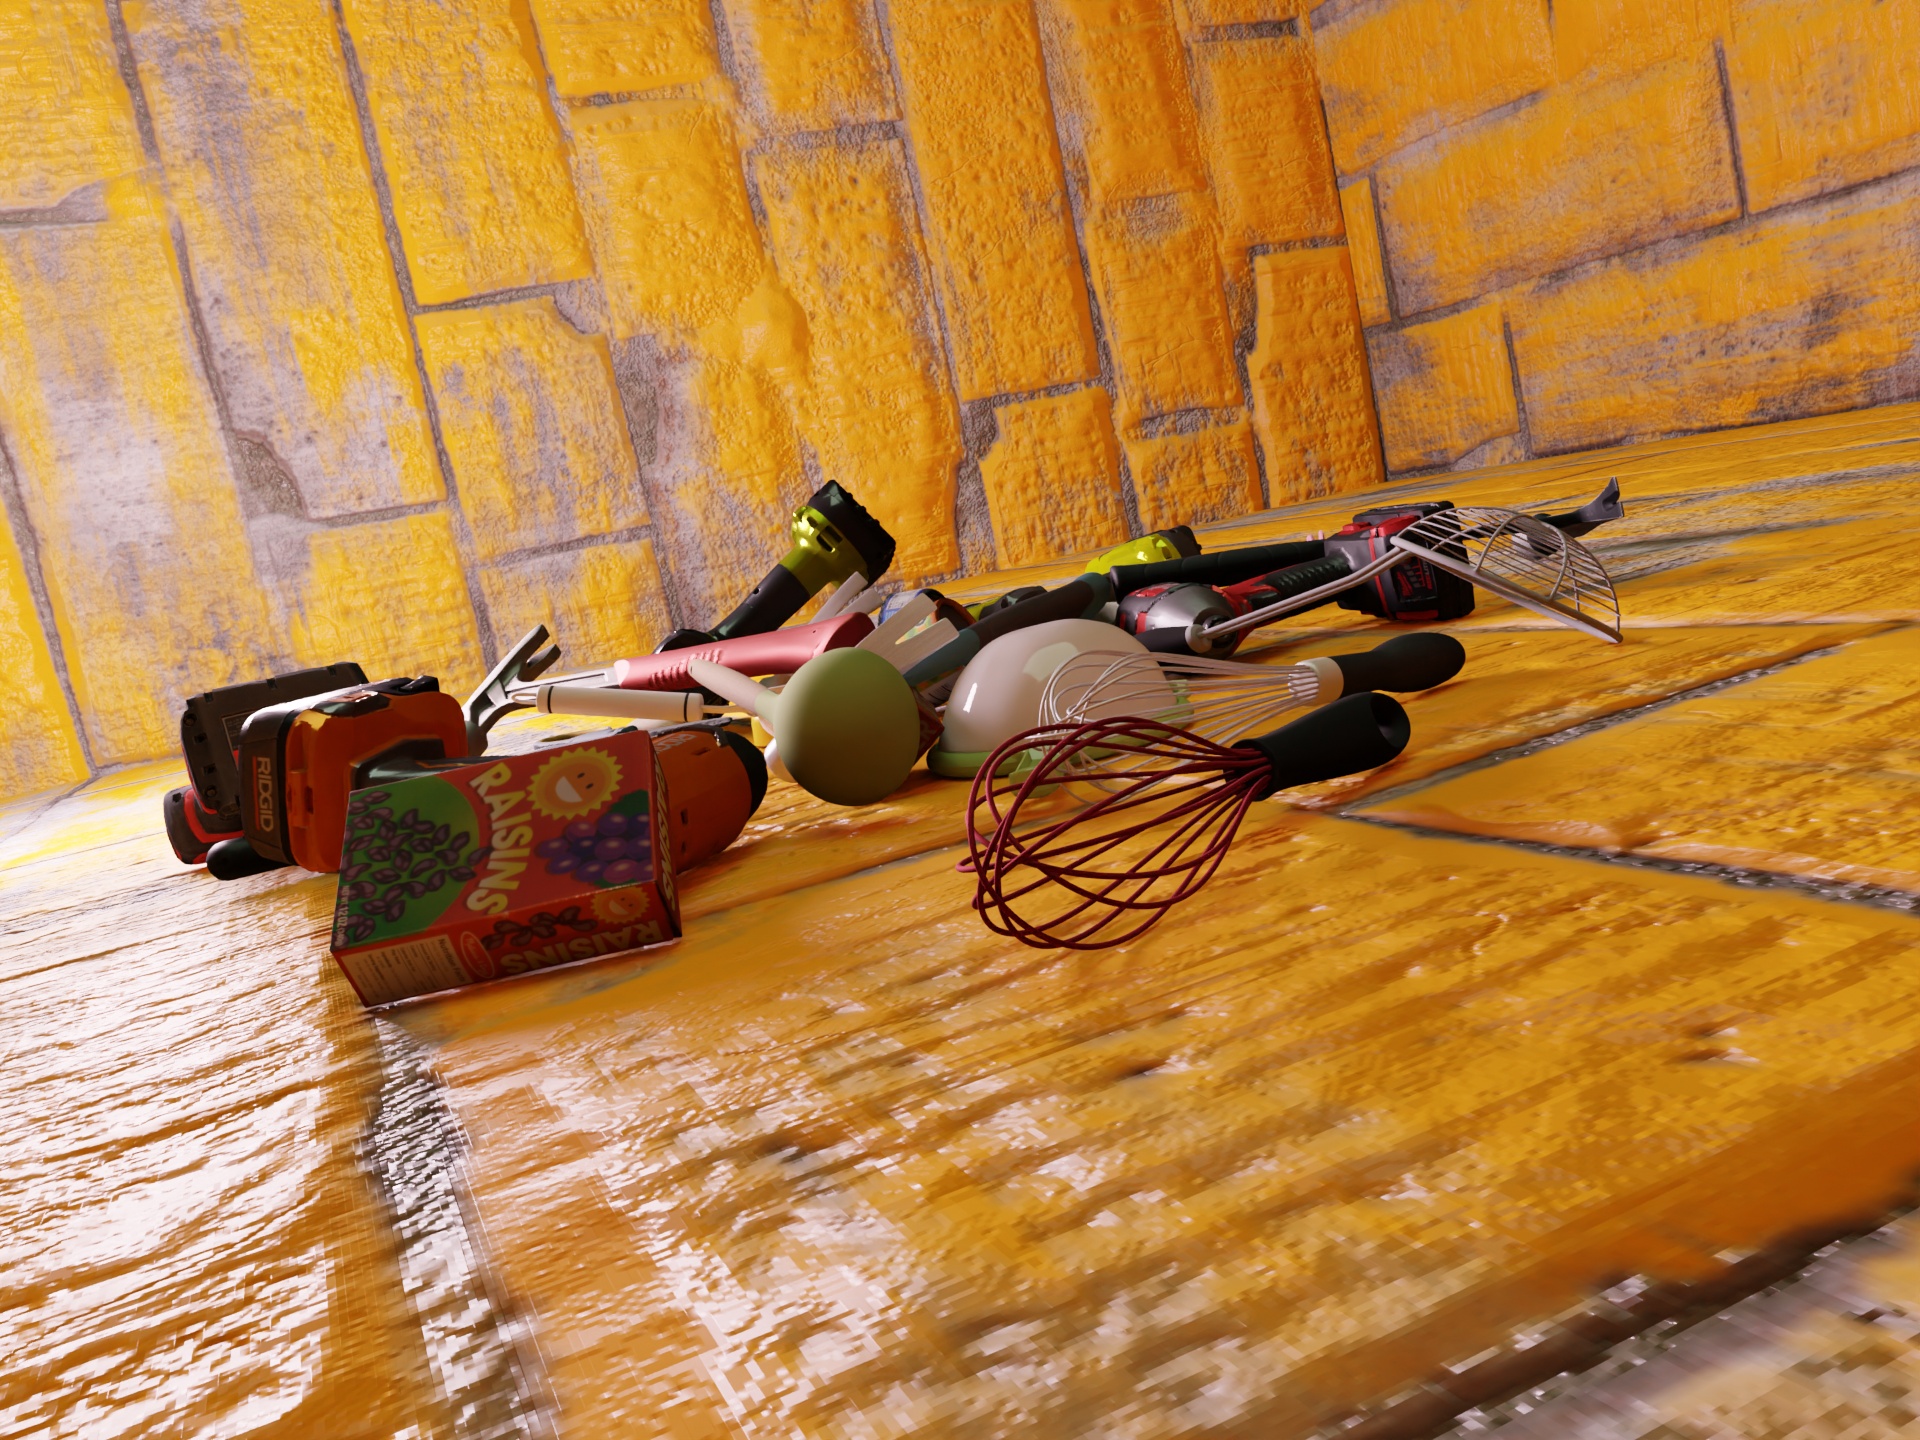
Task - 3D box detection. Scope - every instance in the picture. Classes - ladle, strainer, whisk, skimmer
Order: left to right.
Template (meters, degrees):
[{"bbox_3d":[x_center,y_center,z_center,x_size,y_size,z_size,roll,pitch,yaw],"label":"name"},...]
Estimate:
[{"bbox_3d":[-0.167,-0.006,1.047,0.258,0.050,0.086,3,-17,1],"label":"strainer"},{"bbox_3d":[-0.102,-0.013,0.886,0.062,0.078,0.320,-2,8,-21],"label":"ladle"},{"bbox_3d":[0.043,-0.012,0.827,0.151,0.069,0.256,-11,6,8],"label":"strainer"},{"bbox_3d":[0.094,0.022,0.564,0.073,0.073,0.295,-6,5,39],"label":"whisk"},{"bbox_3d":[0.145,-0.014,0.751,0.284,0.070,0.070,-10,5,-35],"label":"whisk"},{"bbox_3d":[0.192,-0.039,0.924,0.363,0.090,0.127,-20,-22,39],"label":"skimmer"}]

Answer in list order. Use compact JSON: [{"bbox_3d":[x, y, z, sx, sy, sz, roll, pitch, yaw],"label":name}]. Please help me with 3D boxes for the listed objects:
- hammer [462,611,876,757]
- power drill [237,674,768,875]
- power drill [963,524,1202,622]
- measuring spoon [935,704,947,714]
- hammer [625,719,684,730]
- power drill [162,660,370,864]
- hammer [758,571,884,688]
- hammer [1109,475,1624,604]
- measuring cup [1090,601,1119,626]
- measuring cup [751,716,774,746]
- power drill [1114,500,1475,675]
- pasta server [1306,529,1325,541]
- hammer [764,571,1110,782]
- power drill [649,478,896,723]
[{"bbox_3d":[-0.212,-0.040,1.145,0.359,0.036,0.149,-8,35,30],"label":"hammer"},{"bbox_3d":[-0.211,0.030,0.779,0.226,0.084,0.164,5,12,17],"label":"power drill"},{"bbox_3d":[0.086,-0.092,1.339,0.223,0.080,0.171,-20,3,-30],"label":"power drill"},{"bbox_3d":[-0.002,-0.003,1.070,0.034,0.018,0.124,-15,1,-23],"label":"measuring spoon"},{"bbox_3d":[-0.246,0.038,1.047,0.146,0.038,0.411,-13,7,-1],"label":"hammer"},{"bbox_3d":[-0.448,0.034,1.101,0.188,0.080,0.226,-16,-9,-30],"label":"power drill"},{"bbox_3d":[-0.023,-0.080,1.411,0.144,0.035,0.405,-48,-17,28],"label":"hammer"},{"bbox_3d":[0.306,-0.130,1.205,0.409,0.036,0.149,-9,-5,-13],"label":"hammer"},{"bbox_3d":[0.070,-0.041,1.165,0.083,0.038,0.167,-2,23,39],"label":"measuring cup"},{"bbox_3d":[-0.078,-0.013,1.173,0.156,0.029,0.062,-15,8,-11],"label":"measuring cup"},{"bbox_3d":[0.225,-0.084,1.078,0.219,0.078,0.143,-16,8,-10],"label":"power drill"},{"bbox_3d":[0.289,-0.129,1.447,0.060,0.040,0.316,-22,4,25],"label":"pasta server"},{"bbox_3d":[0.008,-0.050,1.037,0.128,0.033,0.331,-47,-12,33],"label":"hammer"},{"bbox_3d":[-0.164,-0.082,1.321,0.228,0.080,0.190,-45,-1,-11],"label":"power drill"}]
